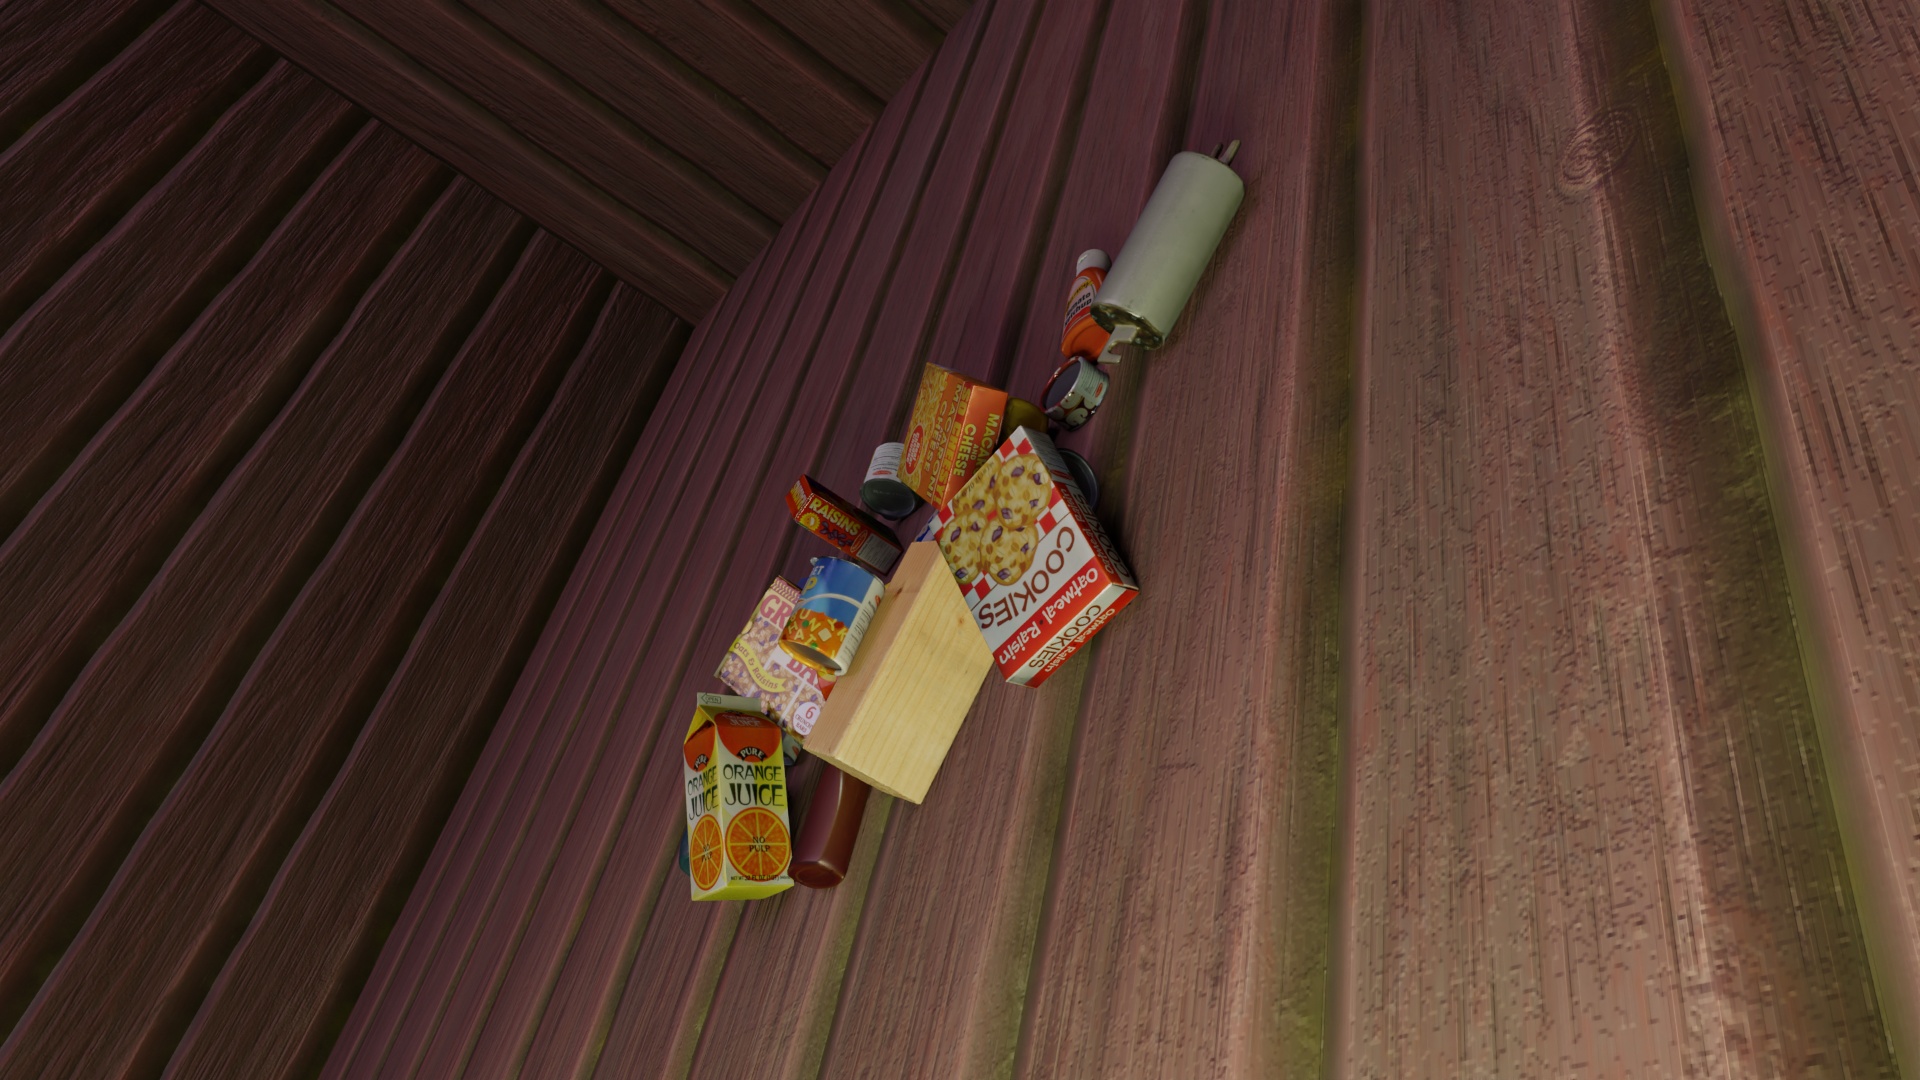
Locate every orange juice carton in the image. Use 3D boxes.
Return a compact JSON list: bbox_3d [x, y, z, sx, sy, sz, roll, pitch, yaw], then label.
[{"bbox_3d":[-0.213,0.238,1.316,0.072,0.072,0.193,-34,56,46],"label":"orange juice carton"}]

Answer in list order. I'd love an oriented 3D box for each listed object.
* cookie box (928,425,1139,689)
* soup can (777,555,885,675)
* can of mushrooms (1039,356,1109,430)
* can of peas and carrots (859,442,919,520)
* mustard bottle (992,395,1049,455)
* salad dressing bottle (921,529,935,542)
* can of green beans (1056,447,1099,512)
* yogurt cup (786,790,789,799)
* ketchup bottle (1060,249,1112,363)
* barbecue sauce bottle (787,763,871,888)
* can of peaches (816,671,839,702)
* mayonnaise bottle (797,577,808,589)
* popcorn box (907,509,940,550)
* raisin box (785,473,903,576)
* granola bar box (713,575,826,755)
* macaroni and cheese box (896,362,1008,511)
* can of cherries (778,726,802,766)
[{"bbox_3d":[0.055,0.013,1.097,0.122,0.040,0.168,-46,52,26],"label":"cookie box"},{"bbox_3d":[-0.114,0.064,1.201,0.071,0.071,0.084,-19,42,59],"label":"soup can"},{"bbox_3d":[0.106,-0.139,1.317,0.070,0.033,0.071,-46,24,27],"label":"can of mushrooms"},{"bbox_3d":[-0.074,-0.067,1.571,0.070,0.071,0.059,-35,29,45],"label":"can of peas and carrots"},{"bbox_3d":[0.032,-0.108,1.396,0.049,0.065,0.160,-67,19,-12],"label":"mustard bottle"},{"bbox_3d":[-0.023,0.051,1.290,0.044,0.064,0.147,-122,56,-86],"label":"salad dressing bottle"},{"bbox_3d":[0.076,-0.039,1.191,0.057,0.071,0.071,-28,35,53],"label":"can of green beans"},{"bbox_3d":[-0.209,0.260,1.396,0.054,0.072,0.072,-49,20,-2],"label":"yogurt cup"},{"bbox_3d":[0.132,-0.239,1.390,0.064,0.043,0.149,-42,24,35],"label":"ketchup bottle"},{"bbox_3d":[-0.107,0.232,1.235,0.064,0.043,0.149,-33,31,46],"label":"barbecue sauce bottle"},{"bbox_3d":[-0.093,0.133,1.290,0.058,0.071,0.071,-26,28,10],"label":"can of peaches"},{"bbox_3d":[-0.205,0.113,1.606,0.148,0.064,0.041,-61,20,-20],"label":"mayonnaise bottle"},{"bbox_3d":[0.005,-0.017,1.356,0.126,0.038,0.085,-54,21,8],"label":"popcorn box"},{"bbox_3d":[-0.130,-0.018,1.537,0.040,0.123,0.086,-54,21,7],"label":"raisin box"},{"bbox_3d":[-0.157,0.125,1.392,0.166,0.039,0.124,30,86,37],"label":"granola bar box"},{"bbox_3d":[-0.010,-0.100,1.346,0.167,0.040,0.123,-140,64,-68],"label":"macaroni and cheese box"},{"bbox_3d":[-0.194,0.193,1.446,0.071,0.071,0.058,-21,40,58],"label":"can of cherries"}]
